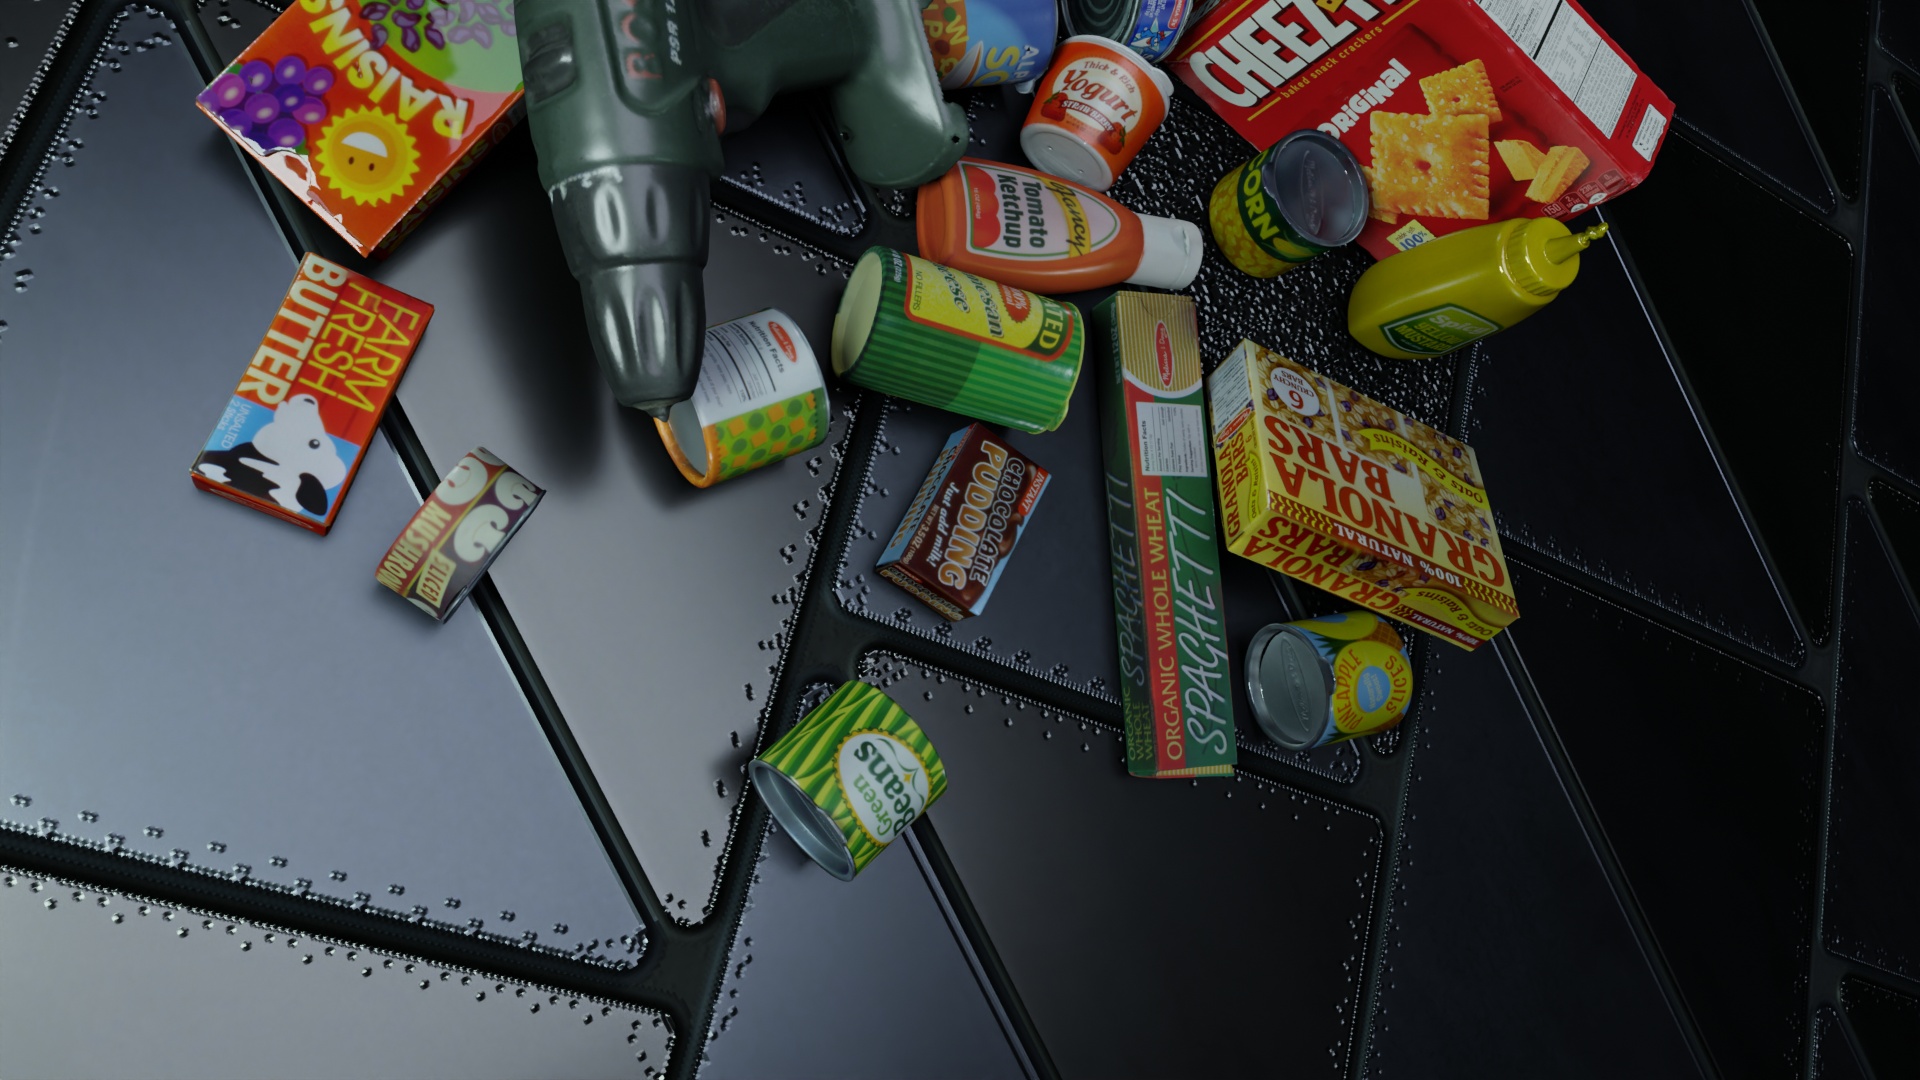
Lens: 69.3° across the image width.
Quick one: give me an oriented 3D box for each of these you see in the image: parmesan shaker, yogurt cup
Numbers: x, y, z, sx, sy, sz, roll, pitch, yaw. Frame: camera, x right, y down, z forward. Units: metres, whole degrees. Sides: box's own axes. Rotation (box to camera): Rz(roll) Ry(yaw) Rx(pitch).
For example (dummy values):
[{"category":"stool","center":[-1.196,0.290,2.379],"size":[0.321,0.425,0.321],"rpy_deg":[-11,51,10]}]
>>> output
[{"category":"parmesan shaker","center":[-0.002,-0.093,0.657],"size":[0.103,0.071,0.071],"rpy_deg":[13,75,-23]},{"category":"yogurt cup","center":[0.066,-0.217,0.718],"size":[0.072,0.072,0.054],"rpy_deg":[33,77,-17]}]

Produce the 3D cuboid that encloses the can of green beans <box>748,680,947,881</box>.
[{"category":"can of green beans","center":[-0.048,0.103,0.601],"size":[0.058,0.071,0.071],"rpy_deg":[-39,98,-26]}]

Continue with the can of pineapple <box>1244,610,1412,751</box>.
[{"category":"can of pineapple","center":[0.191,0.072,0.719],"size":[0.058,0.071,0.071],"rpy_deg":[-7,84,-27]}]

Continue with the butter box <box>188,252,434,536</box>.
[{"category":"butter box","center":[-0.256,-0.059,0.554],"size":[0.053,0.024,0.104],"rpy_deg":[25,71,-19]}]

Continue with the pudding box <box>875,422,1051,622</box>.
[{"category":"pudding box","center":[0.002,-0.008,0.666],"size":[0.049,0.030,0.084],"rpy_deg":[36,68,-17]}]

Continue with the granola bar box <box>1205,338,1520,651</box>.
[{"category":"granola bar box","center":[0.211,-0.024,0.738],"size":[0.165,0.039,0.125],"rpy_deg":[21,46,-21]}]

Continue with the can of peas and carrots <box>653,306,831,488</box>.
[{"category":"can of peas and carrots","center":[-0.099,-0.061,0.609],"size":[0.059,0.071,0.071],"rpy_deg":[-23,91,-27]}]

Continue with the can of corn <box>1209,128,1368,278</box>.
[{"category":"can of corn","center":[0.178,-0.185,0.767],"size":[0.071,0.058,0.071],"rpy_deg":[5,79,-25]}]

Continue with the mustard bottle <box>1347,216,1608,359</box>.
[{"category":"mustard bottle","center":[0.280,-0.140,0.751],"size":[0.065,0.160,0.049],"rpy_deg":[17,75,-21]}]

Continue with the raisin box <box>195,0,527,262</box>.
[{"category":"raisin box","center":[-0.228,-0.187,0.564],"size":[0.086,0.040,0.123],"rpy_deg":[43,85,-13]}]

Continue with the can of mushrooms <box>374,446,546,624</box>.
[{"category":"can of mushrooms","center":[-0.197,-0.001,0.547],"size":[0.033,0.071,0.071],"rpy_deg":[38,67,-14]}]

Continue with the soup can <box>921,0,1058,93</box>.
[{"category":"soup can","center":[-0.004,-0.255,0.690],"size":[0.084,0.071,0.071],"rpy_deg":[-16,88,-26]}]

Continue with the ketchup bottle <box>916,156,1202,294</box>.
[{"category":"ketchup bottle","center":[0.052,-0.155,0.710],"size":[0.149,0.043,0.065],"rpy_deg":[2,73,-26]}]

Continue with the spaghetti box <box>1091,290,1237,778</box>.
[{"category":"spaghetti box","center":[0.104,-0.004,0.714],"size":[0.050,0.028,0.250],"rpy_deg":[1,80,-25]}]
